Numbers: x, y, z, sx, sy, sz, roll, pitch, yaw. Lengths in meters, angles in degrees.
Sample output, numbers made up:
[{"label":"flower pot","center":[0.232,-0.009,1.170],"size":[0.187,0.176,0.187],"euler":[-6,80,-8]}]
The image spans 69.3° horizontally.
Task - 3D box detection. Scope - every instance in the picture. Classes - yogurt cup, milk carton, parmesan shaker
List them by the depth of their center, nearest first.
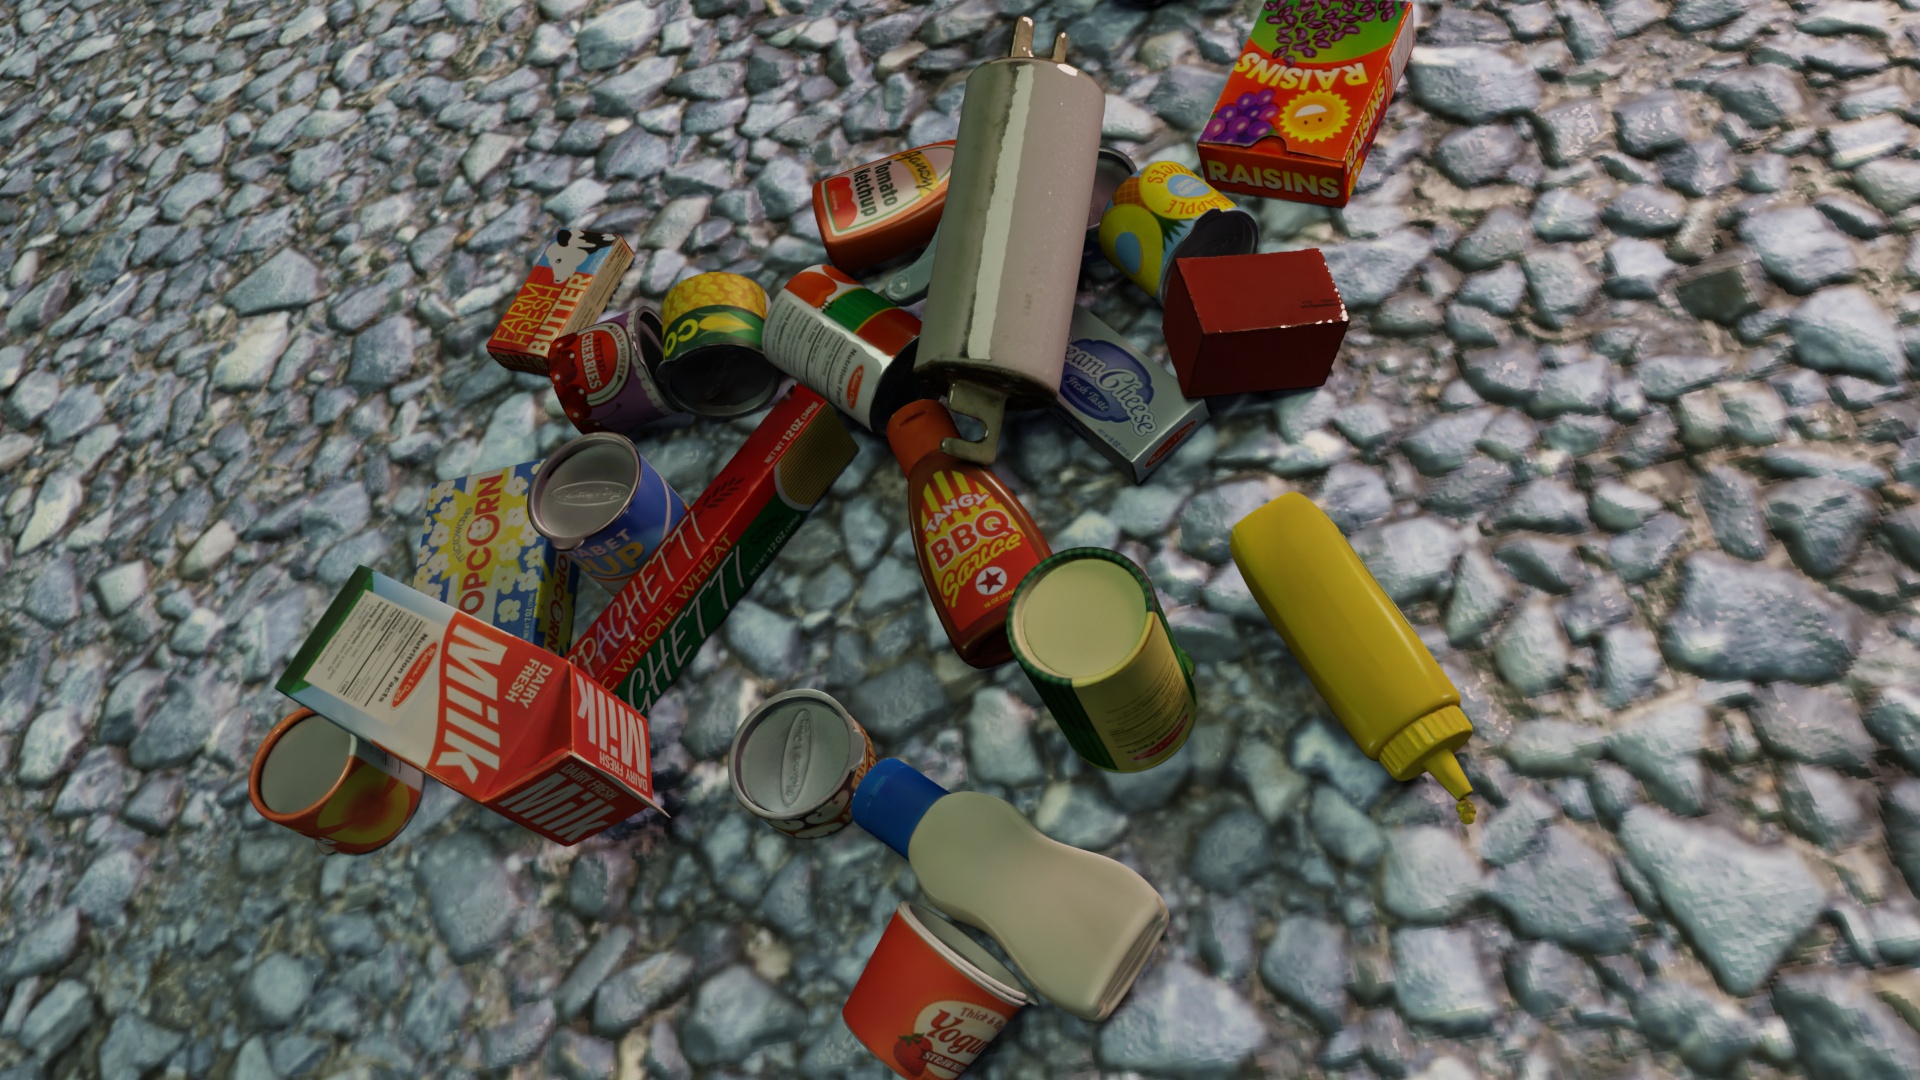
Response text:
[{"label":"yogurt cup","center":[-0.013,0.194,0.586],"size":[0.072,0.072,0.054],"euler":[33,84,32]},{"label":"parmesan shaker","center":[0.066,0.052,0.617],"size":[0.071,0.102,0.071],"euler":[-9,58,15]},{"label":"milk carton","center":[-0.223,0.084,0.658],"size":[0.191,0.072,0.073],"euler":[19,70,28]}]

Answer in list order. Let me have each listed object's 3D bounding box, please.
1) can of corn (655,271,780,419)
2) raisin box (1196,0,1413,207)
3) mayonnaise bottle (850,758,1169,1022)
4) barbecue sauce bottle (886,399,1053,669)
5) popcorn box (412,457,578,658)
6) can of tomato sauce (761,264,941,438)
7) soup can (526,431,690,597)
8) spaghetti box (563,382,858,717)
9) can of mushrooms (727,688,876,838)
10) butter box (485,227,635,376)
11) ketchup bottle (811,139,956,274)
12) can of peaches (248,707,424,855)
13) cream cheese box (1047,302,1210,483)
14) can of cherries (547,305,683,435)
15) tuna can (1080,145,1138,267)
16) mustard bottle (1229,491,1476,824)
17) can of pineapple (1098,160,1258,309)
[{"label":"can of corn","center":[-0.143,-0.114,0.809],"size":[0.071,0.071,0.058],"euler":[-17,56,10]},{"label":"raisin box","center":[0.198,-0.253,0.790],"size":[0.086,0.040,0.124],"euler":[17,68,26]},{"label":"mayonnaise bottle","center":[0.016,0.147,0.617],"size":[0.148,0.041,0.065],"euler":[28,71,32]},{"label":"barbecue sauce bottle","center":[0.003,-0.009,0.712],"size":[0.065,0.043,0.149],"euler":[-28,55,4]},{"label":"popcorn box","center":[-0.265,0.019,0.792],"size":[0.085,0.038,0.127],"euler":[-11,58,12]},{"label":"can of tomato sauce","center":[-0.056,-0.105,0.766],"size":[0.083,0.071,0.071],"euler":[34,76,22]},{"label":"soup can","center":[-0.184,-0.007,0.751],"size":[0.071,0.083,0.071],"euler":[-9,58,15]},{"label":"spaghetti box","center":[-0.146,0.026,0.739],"size":[0.029,0.050,0.251],"euler":[28,73,32]},{"label":"can of mushrooms","center":[-0.074,0.109,0.675],"size":[0.071,0.033,0.071],"euler":[-9,58,15]},{"label":"butter box","center":[-0.259,-0.156,0.902],"size":[0.053,0.024,0.104],"euler":[13,66,25]},{"label":"ketchup bottle","center":[-0.013,-0.212,0.838],"size":[0.149,0.043,0.065],"euler":[-18,56,8]},{"label":"can of peaches","center":[-0.333,0.129,0.739],"size":[0.071,0.058,0.071],"euler":[-9,58,14]},{"label":"cream cheese box","center":[0.078,-0.080,0.739],"size":[0.053,0.024,0.104],"euler":[-41,56,-8]},{"label":"can of cherries","center":[-0.202,-0.099,0.820],"size":[0.058,0.071,0.072],"euler":[-17,57,10]},{"label":"tuna can","center":[0.071,-0.191,0.802],"size":[0.071,0.032,0.071],"euler":[-9,59,14]},{"label":"mustard bottle","center":[0.177,0.053,0.605],"size":[0.049,0.065,0.161],"euler":[-33,61,5]},{"label":"can of pineapple","center":[0.117,-0.164,0.748],"size":[0.071,0.070,0.058],"euler":[-38,56,-5]}]
